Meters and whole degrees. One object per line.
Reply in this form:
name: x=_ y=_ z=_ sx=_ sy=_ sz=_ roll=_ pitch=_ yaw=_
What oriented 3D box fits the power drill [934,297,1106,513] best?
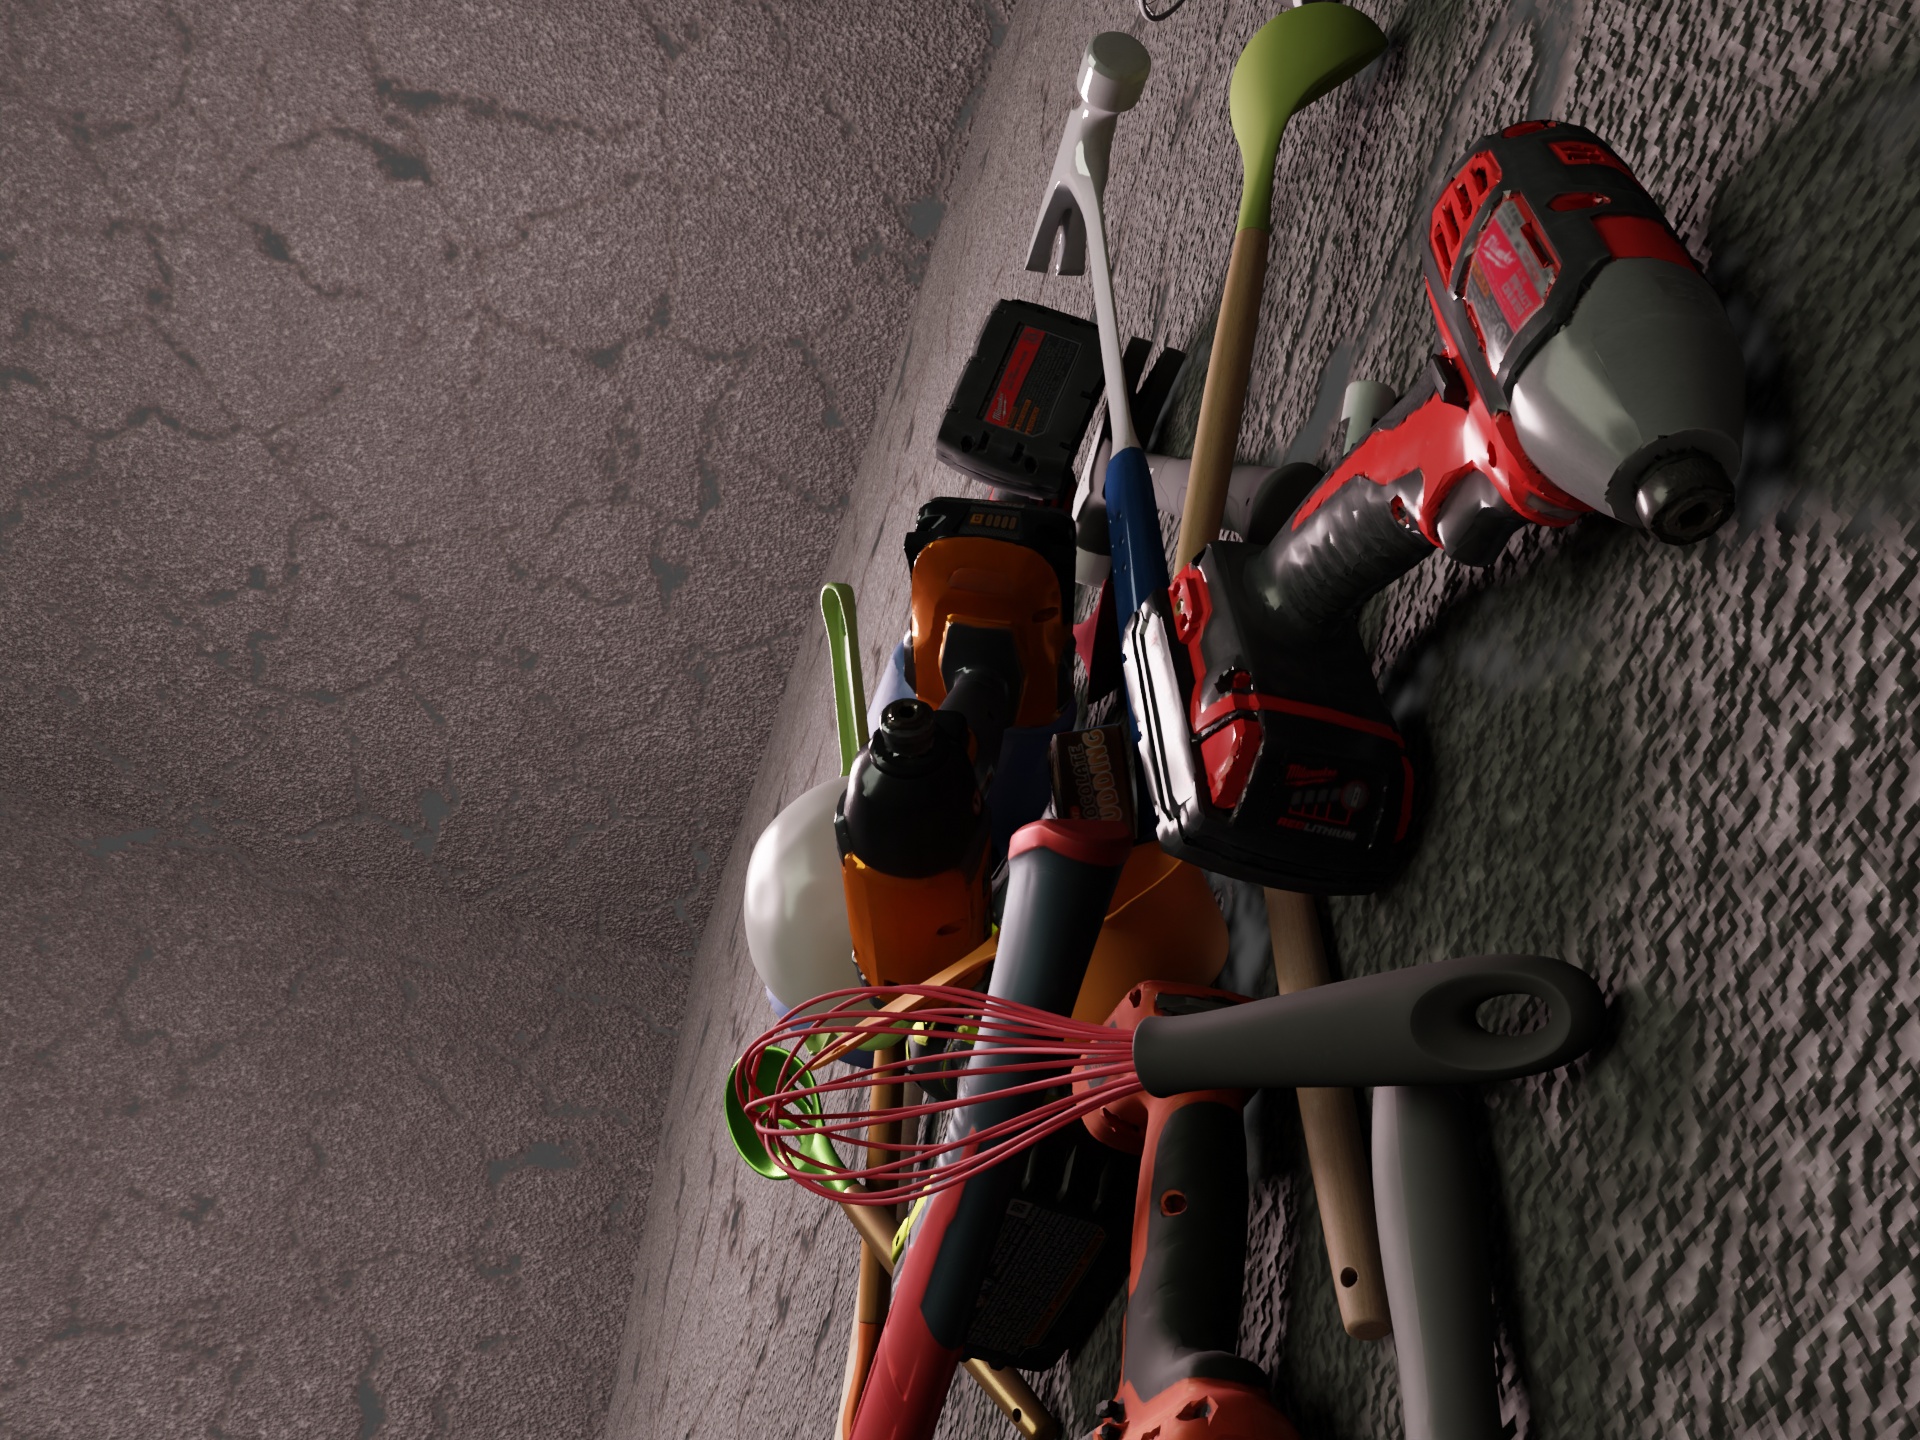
power drill: x=0.028 y=-0.130 z=0.998 sx=0.226 sy=0.080 sz=0.188 roll=95 pitch=-164 yaw=-66

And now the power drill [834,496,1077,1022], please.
power drill: x=-0.001 y=-0.002 z=0.711 sx=0.164 sy=0.084 sz=0.227 roll=88 pitch=-167 yaw=-45

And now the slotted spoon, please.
slotted spoon: x=-0.042 y=0.252 z=0.788 sx=0.314 sy=0.031 sz=0.070 roll=30 pitch=102 yaw=55

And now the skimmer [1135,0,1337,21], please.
skimmer: x=0.179 y=-0.471 z=0.982 sx=0.364 sy=0.090 sz=0.127 roll=-109 pitch=37 yaw=-54

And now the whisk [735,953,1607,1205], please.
whisk: x=0.042 y=0.103 z=0.473 sx=0.296 sy=0.073 sz=0.073 roll=-17 pitch=51 yaw=36

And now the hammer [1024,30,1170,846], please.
hammer: x=0.077 y=-0.129 z=0.761 sx=0.144 sy=0.035 sz=0.406 roll=113 pitch=155 yaw=-62

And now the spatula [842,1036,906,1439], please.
spatula: x=-0.035 y=0.286 z=0.824 sx=0.081 sy=0.041 sz=0.323 roll=131 pitch=144 yaw=-68

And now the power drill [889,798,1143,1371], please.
power drill: x=0.030 y=0.154 z=0.731 sx=0.229 sy=0.080 sz=0.190 roll=-88 pitch=20 yaw=-58

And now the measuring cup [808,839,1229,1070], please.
measuring cup: x=0.026 y=0.111 z=0.626 sx=0.173 sy=0.052 sz=0.095 roll=-30 pitch=6 yaw=-4

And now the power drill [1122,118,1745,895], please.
power drill: x=0.136 y=-0.049 z=0.471 sx=0.219 sy=0.078 sz=0.143 roll=121 pitch=153 yaw=-42

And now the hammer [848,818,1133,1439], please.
hammer: x=-0.001 y=0.218 z=0.578 sx=0.143 sy=0.038 sz=0.386 roll=38 pitch=117 yaw=51

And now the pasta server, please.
pasta server: x=0.110 y=0.060 z=0.555 sx=0.060 sy=0.040 sz=0.317 roll=-35 pitch=33 yaw=28

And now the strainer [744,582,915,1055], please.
strainer: x=-0.075 y=0.043 z=0.828 sx=0.151 sy=0.069 sz=0.257 roll=-35 pitch=56 yaw=53

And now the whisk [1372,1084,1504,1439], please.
whisk: x=0.112 y=0.174 z=0.368 sx=0.239 sy=0.055 sz=0.055 roll=-80 pitch=12 yaw=-45

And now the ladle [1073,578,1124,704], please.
ladle: x=0.062 y=-0.051 z=0.983 sx=0.315 sy=0.031 sz=0.069 roll=-153 pitch=71 yaw=-81

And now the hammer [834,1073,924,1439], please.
hammer: x=-0.044 y=0.285 z=1.015 sx=0.146 sy=0.038 sz=0.411 roll=118 pitch=164 yaw=-53

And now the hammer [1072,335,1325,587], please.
hammer: x=0.114 y=-0.123 z=0.803 sx=0.335 sy=0.035 sz=0.146 roll=-126 pitch=52 yaw=-76

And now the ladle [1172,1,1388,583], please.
ladle: x=0.133 y=-0.183 z=0.693 sx=0.078 sy=0.062 sz=0.320 roll=-21 pitch=52 yaw=57
